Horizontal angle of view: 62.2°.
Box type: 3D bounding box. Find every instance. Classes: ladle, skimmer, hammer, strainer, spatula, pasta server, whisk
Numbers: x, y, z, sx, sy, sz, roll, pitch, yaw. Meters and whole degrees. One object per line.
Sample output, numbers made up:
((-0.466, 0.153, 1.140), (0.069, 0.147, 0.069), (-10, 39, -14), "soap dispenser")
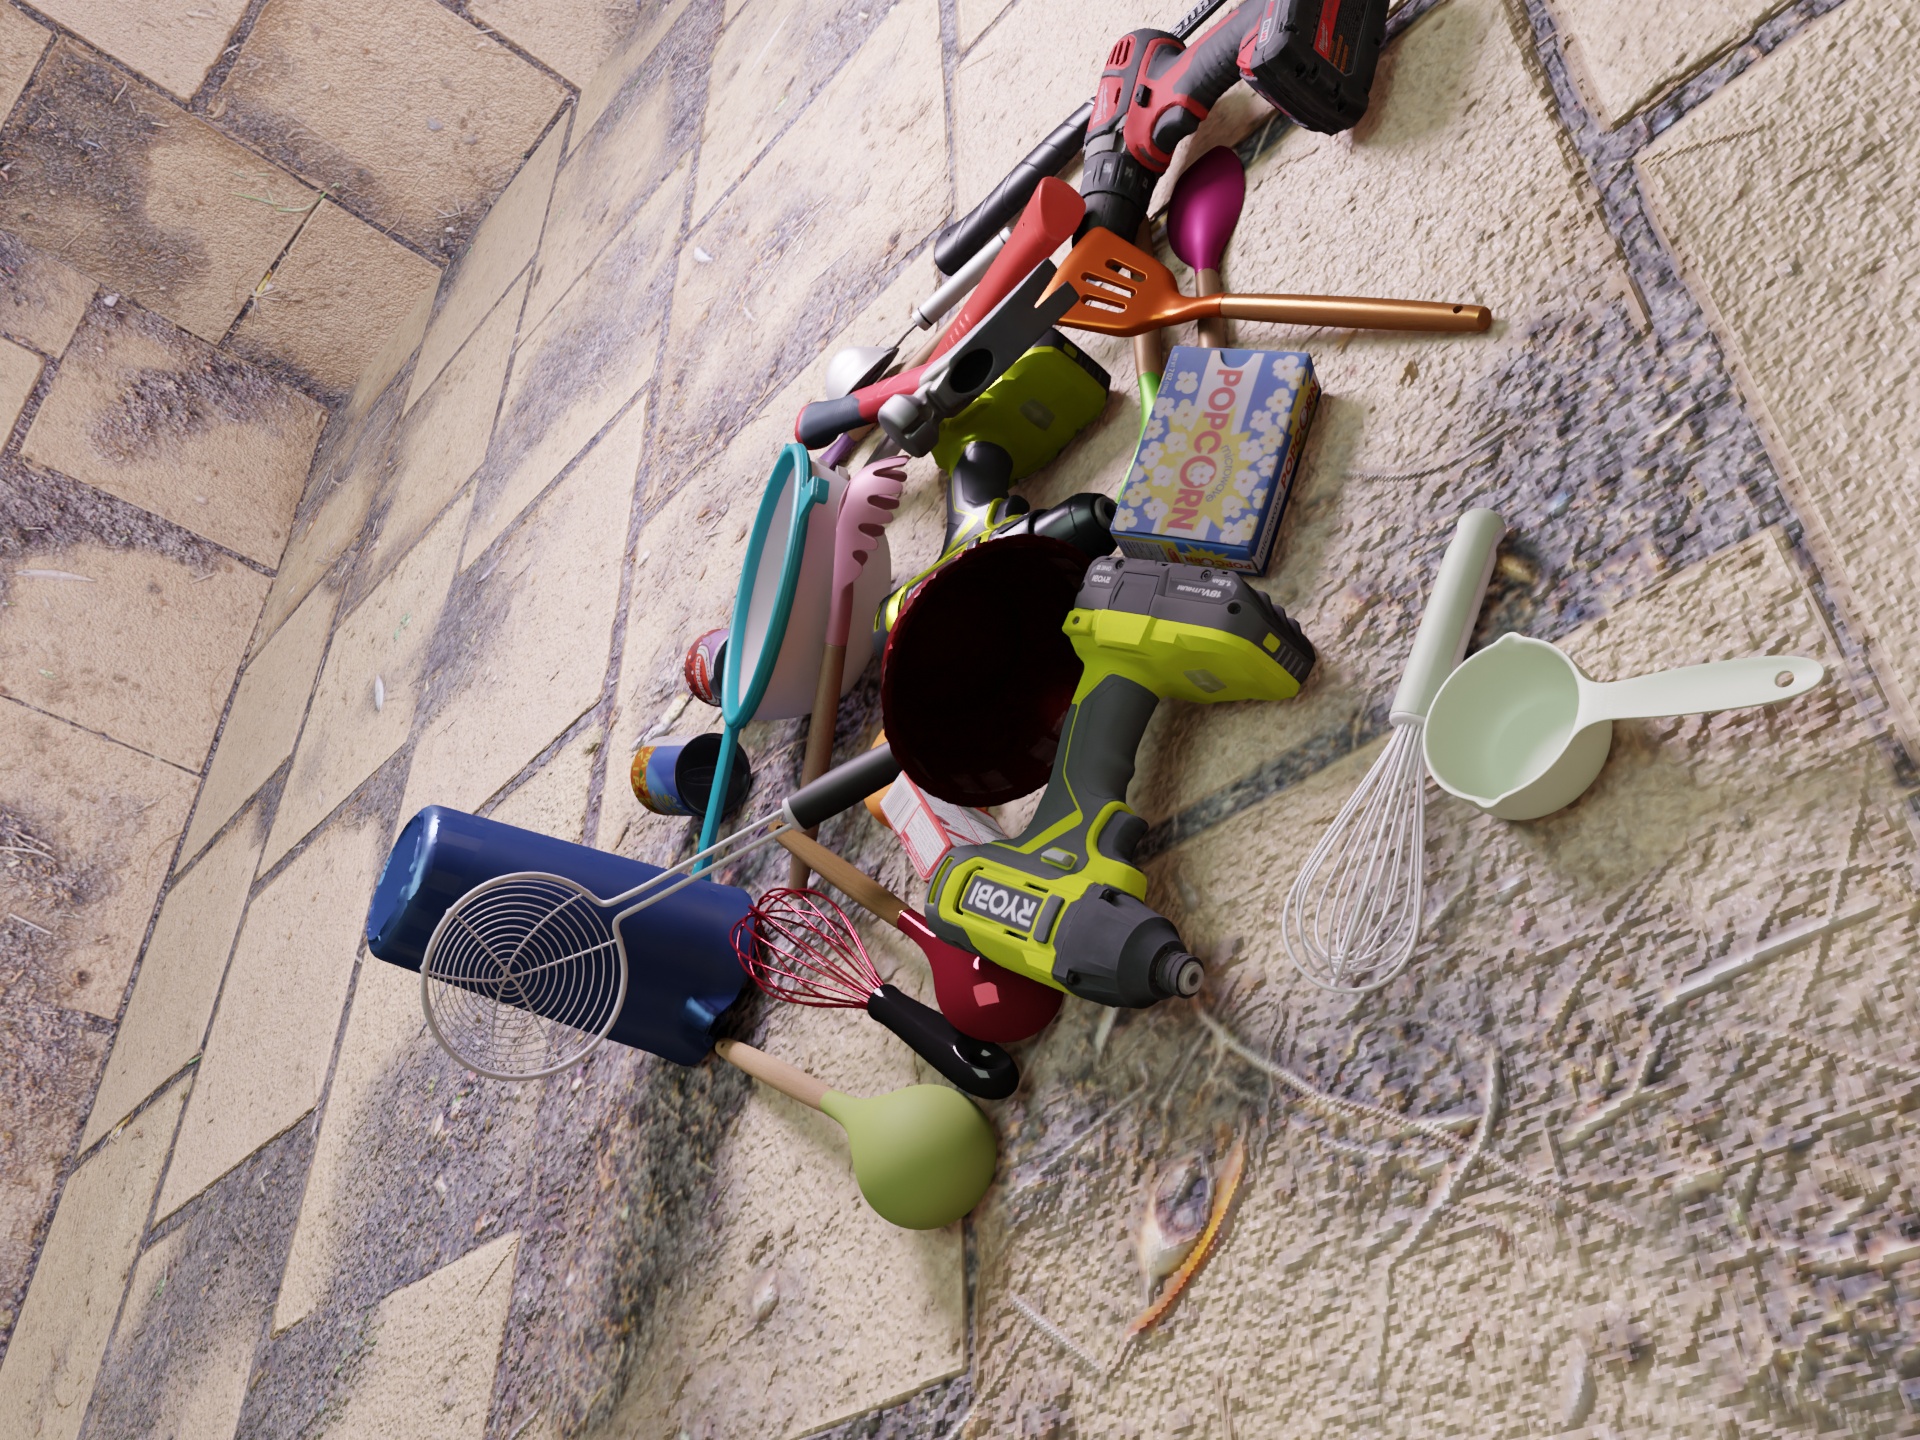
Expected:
((-0.044, 0.113, 0.975), (0.069, 0.031, 0.316), (-42, 33, -16), "ladle")
((-0.156, 0.096, 0.964), (0.363, 0.127, 0.090), (-29, 12, 10), "skimmer")
((-0.042, -0.234, 1.109), (0.143, 0.038, 0.386), (-45, 17, -9), "hammer")
((-0.080, 0.233, 0.964), (0.078, 0.062, 0.320), (-55, 23, -17), "ladle")
((-0.038, -0.331, 1.324), (0.258, 0.050, 0.087), (-38, 7, 21), "strainer")
((-0.020, -0.259, 1.194), (0.359, 0.036, 0.149), (-50, 33, 39), "hammer")
((0.122, -0.483, 1.234), (0.409, 0.036, 0.149), (-35, 41, 35), "hammer")
((-0.075, -0.260, 1.348), (0.316, 0.018, 0.060), (-41, 26, 29), "spatula")
((-0.080, -0.024, 1.070), (0.060, 0.040, 0.316), (-85, 5, -74), "pasta server")
((0.172, -0.252, 0.948), (0.323, 0.041, 0.081), (22, 74, 50), "spatula")
((0.207, 0.009, 0.731), (0.059, 0.057, 0.246), (17, 74, 22), "whisk")
((-0.057, 0.164, 0.960), (0.296, 0.073, 0.073), (20, 82, 53), "whisk")
((-0.120, -0.029, 1.174), (0.211, 0.095, 0.340), (-127, 50, -69), "strainer")

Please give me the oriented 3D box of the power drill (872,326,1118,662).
((0.035, -0.148, 1.031), (0.190, 0.080, 0.229), (-30, 38, 40), "power drill")

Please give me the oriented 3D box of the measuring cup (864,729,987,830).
((-0.002, -0.003, 1.015), (0.173, 0.052, 0.095), (-59, 32, 6), "measuring cup")

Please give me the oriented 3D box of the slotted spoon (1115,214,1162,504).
((0.126, -0.242, 1.049), (0.070, 0.031, 0.314), (-35, 38, 37), "slotted spoon")

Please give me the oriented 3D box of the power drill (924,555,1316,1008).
((0.089, 0.034, 0.826), (0.171, 0.080, 0.223), (14, 76, 48), "power drill")

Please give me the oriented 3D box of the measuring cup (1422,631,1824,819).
((0.271, 0.000, 0.651), (0.167, 0.038, 0.083), (-12, 56, 48), "measuring cup")

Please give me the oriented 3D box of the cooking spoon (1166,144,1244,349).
((0.161, -0.271, 1.029), (0.068, 0.017, 0.319), (-32, 41, 37), "cooking spoon")

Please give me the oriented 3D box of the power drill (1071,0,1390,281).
((0.161, -0.400, 1.052), (0.227, 0.080, 0.188), (-7, 64, 54), "power drill")
